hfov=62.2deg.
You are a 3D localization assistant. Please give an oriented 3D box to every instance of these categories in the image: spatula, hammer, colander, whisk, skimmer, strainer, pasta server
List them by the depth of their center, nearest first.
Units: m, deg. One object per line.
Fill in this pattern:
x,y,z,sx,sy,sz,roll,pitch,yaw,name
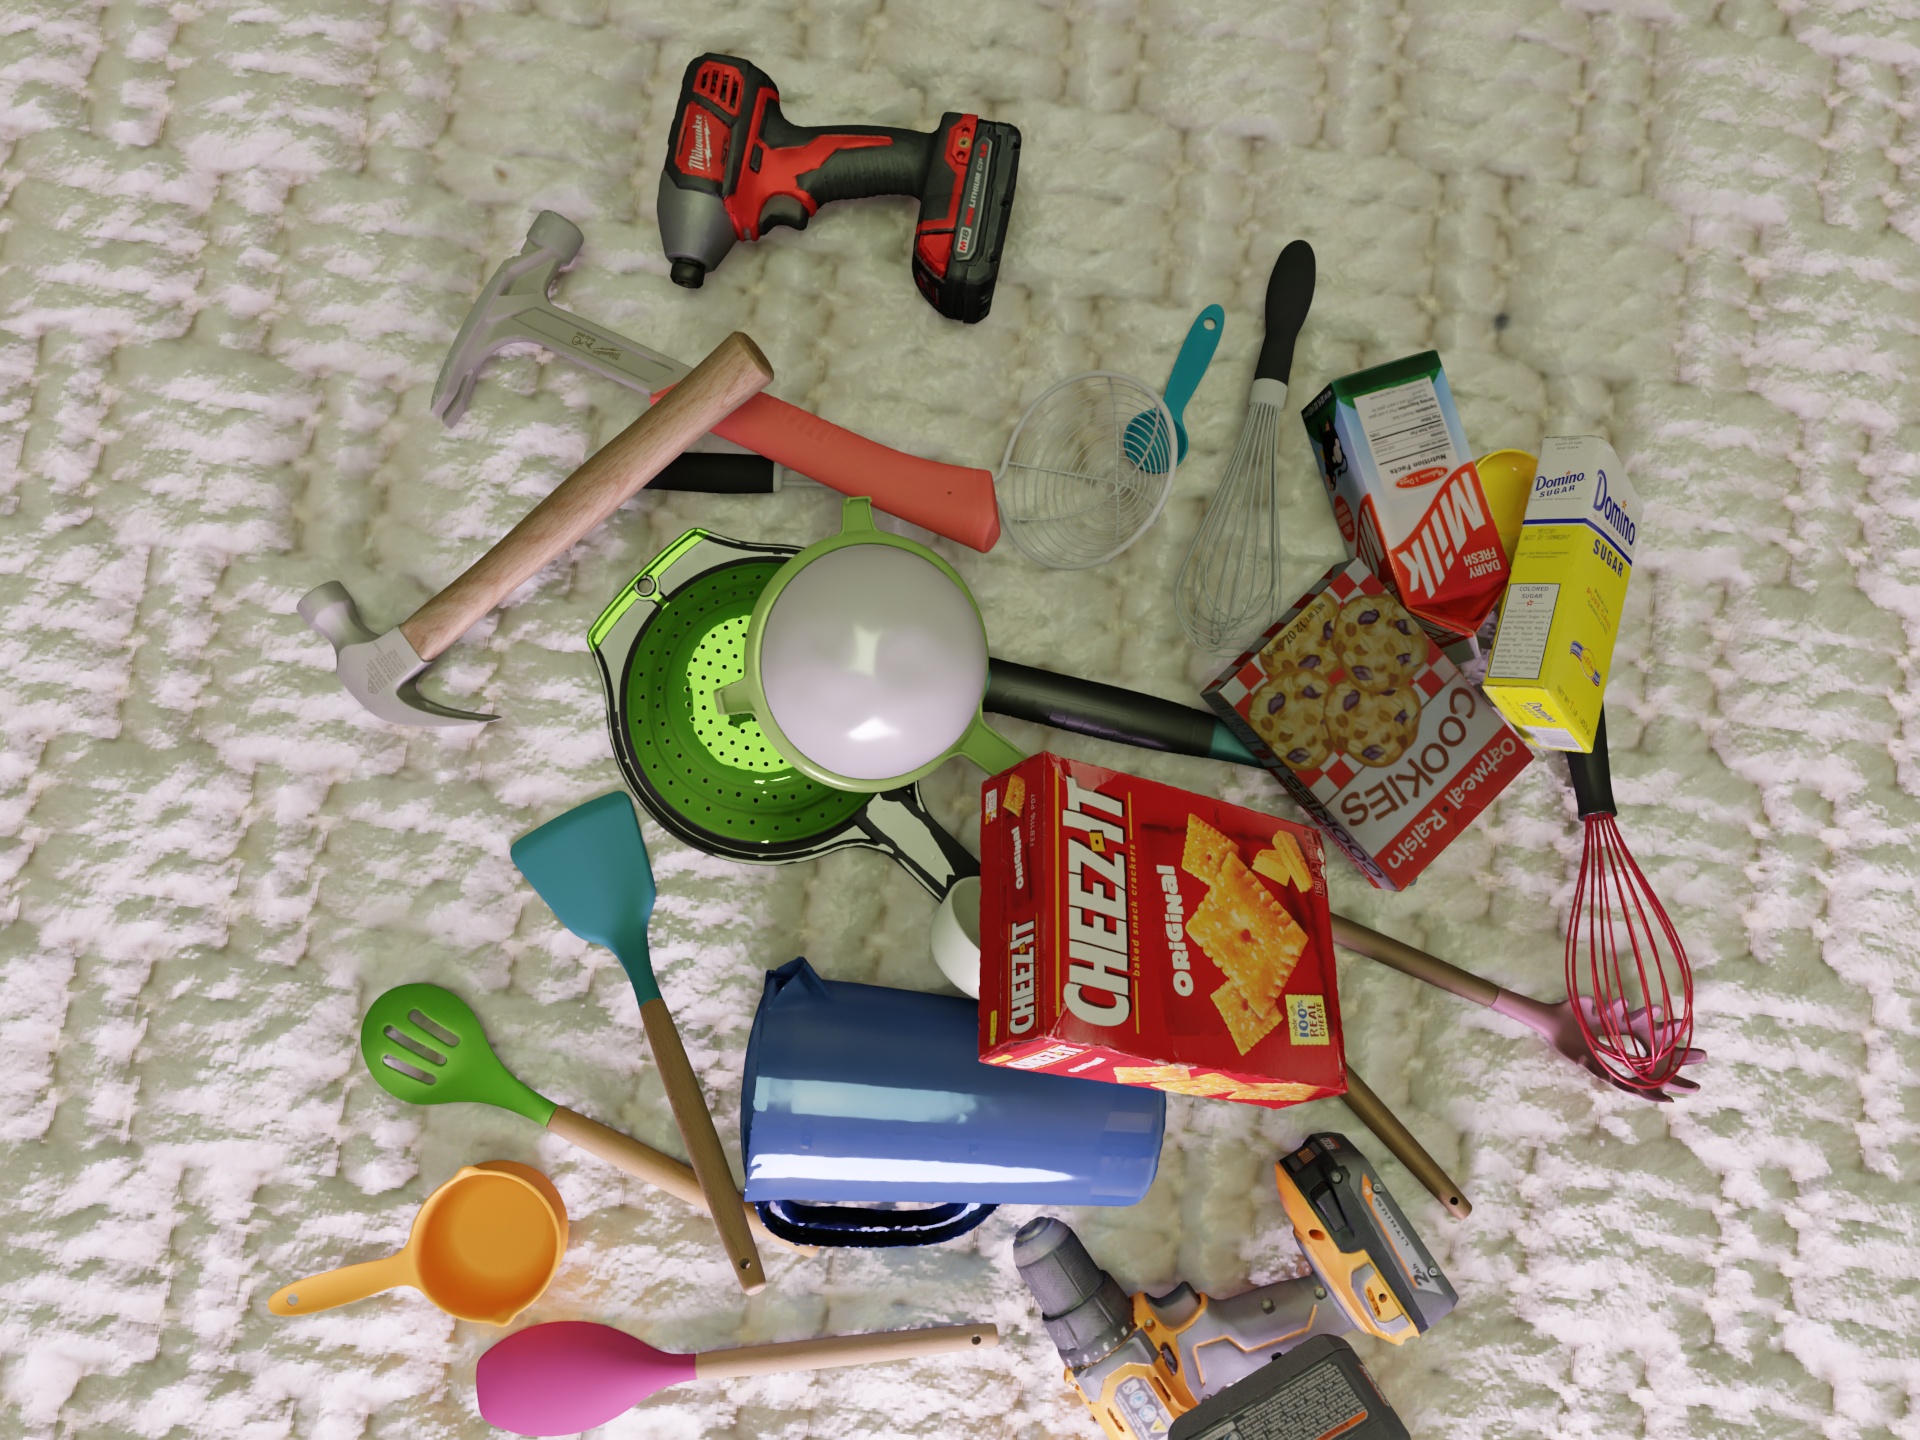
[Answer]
-0.001,-0.003,0.910,0.256,0.069,0.151,37,77,-19,strainer
-0.178,0.185,0.929,0.082,0.044,0.318,-27,57,-5,spatula
-0.243,-0.112,0.947,0.331,0.031,0.130,-36,90,14,hammer
-0.142,-0.179,0.962,0.359,0.036,0.149,26,84,11,hammer
-0.059,0.042,0.963,0.397,0.094,0.204,43,85,0,colander
-0.053,-0.159,0.979,0.363,0.090,0.127,2,80,-3,skimmer
0.401,0.079,0.992,0.073,0.073,0.296,-2,72,-4,whisk
0.142,0.008,0.996,0.331,0.033,0.128,13,84,-8,hammer
0.210,0.196,1.007,0.060,0.018,0.316,-43,89,4,spatula
0.315,0.163,1.007,0.316,0.040,0.060,23,70,0,pasta server
0.189,-0.177,1.016,0.070,0.070,0.285,13,80,-3,whisk

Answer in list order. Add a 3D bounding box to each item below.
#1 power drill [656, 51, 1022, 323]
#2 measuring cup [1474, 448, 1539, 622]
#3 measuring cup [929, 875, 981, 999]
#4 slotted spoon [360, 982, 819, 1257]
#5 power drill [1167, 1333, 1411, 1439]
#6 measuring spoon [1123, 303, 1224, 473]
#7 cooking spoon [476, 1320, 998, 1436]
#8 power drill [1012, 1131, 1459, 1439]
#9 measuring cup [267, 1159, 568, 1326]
-0.080,-0.326,1.000,0.219,0.078,0.143,12,85,0,power drill
0.355,-0.098,1.039,0.062,0.029,0.156,-6,98,-4,measuring cup
0.055,0.155,0.930,0.167,0.083,0.038,33,118,-7,measuring cup
-0.226,0.252,0.973,0.313,0.031,0.070,28,82,-3,slotted spoon
0.214,0.445,0.911,0.164,0.084,0.226,-28,131,-6,power drill
0.142,-0.215,1.037,0.042,0.021,0.129,26,76,-1,measuring spoon
-0.135,0.392,0.972,0.319,0.017,0.069,-5,87,-3,cooking spoon
0.159,0.341,0.966,0.226,0.084,0.185,-34,88,0,power drill
-0.320,0.319,0.951,0.173,0.052,0.095,-15,87,-3,measuring cup
